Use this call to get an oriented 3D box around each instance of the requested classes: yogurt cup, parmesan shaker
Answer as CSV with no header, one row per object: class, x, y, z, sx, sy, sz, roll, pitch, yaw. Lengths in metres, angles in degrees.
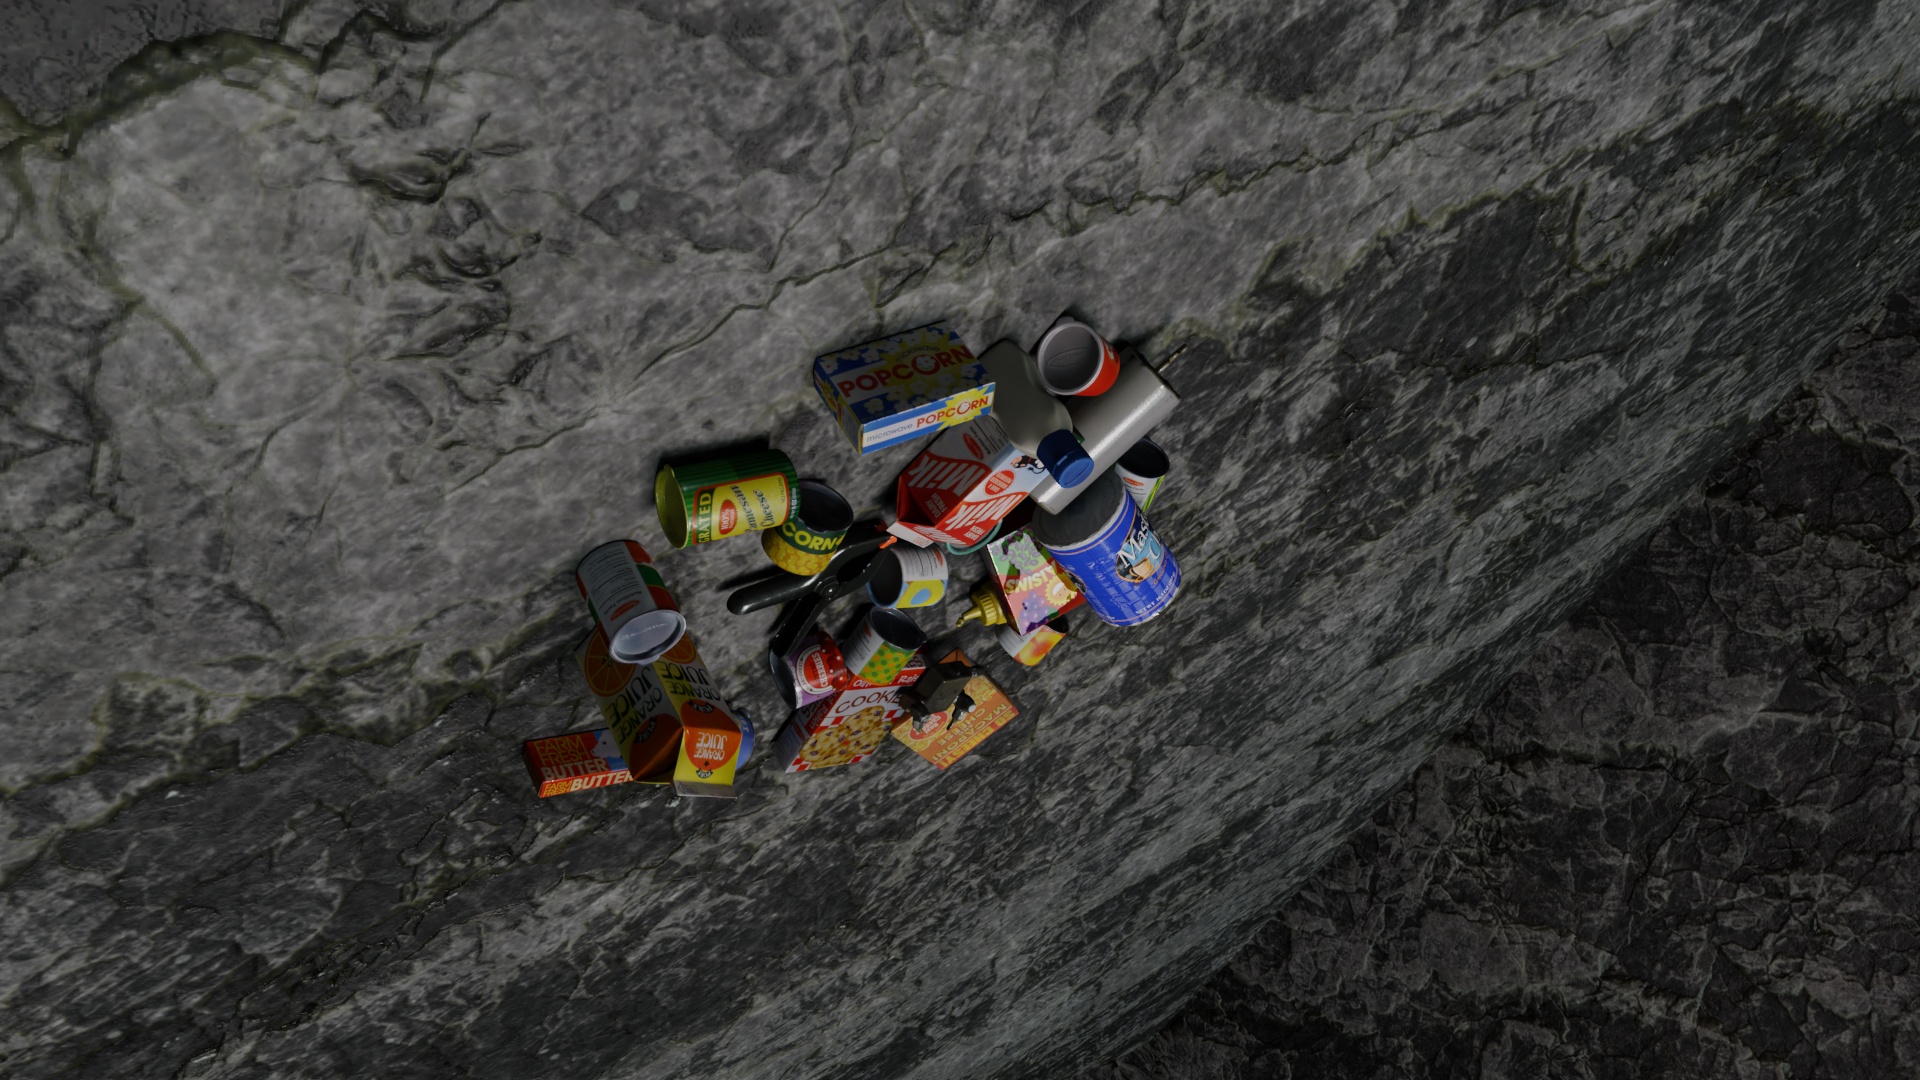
yogurt cup,0.110,-0.163,1.272,0.072,0.072,0.054,-47,154,19
parmesan shaker,-0.192,-0.038,1.148,0.103,0.071,0.071,-14,143,-31

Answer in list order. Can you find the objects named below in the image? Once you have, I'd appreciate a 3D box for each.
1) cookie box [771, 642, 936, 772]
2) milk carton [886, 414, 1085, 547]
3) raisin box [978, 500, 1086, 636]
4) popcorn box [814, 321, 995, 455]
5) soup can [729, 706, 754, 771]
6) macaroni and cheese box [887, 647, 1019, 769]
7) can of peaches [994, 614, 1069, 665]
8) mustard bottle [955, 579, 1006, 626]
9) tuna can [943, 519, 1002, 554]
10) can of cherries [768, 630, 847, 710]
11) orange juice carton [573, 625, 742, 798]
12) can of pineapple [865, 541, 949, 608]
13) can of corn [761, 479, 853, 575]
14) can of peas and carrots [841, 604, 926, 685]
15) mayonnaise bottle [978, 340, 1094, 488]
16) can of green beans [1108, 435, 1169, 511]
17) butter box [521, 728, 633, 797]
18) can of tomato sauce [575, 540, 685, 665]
cookie box,-0.117,0.183,1.539,0.123,0.040,0.166,1,134,-47
milk carton,0.015,-0.064,1.303,0.190,0.074,0.072,-43,148,13
raisin box,0.074,0.029,1.468,0.086,0.040,0.123,-29,120,-13
popcorn box,-0.046,-0.127,1.148,0.127,0.085,0.038,-20,145,-23
soup can,-0.257,0.193,1.398,0.071,0.071,0.083,-42,148,11
macaroni and cheese box,-0.013,0.204,1.668,0.124,0.040,0.166,-37,148,3
can of peaches,0.083,0.102,1.595,0.071,0.071,0.058,13,125,-51
mustard bottle,0.063,0.056,1.533,0.161,0.049,0.065,-23,142,-18
tuna can,0.005,-0.017,1.394,0.071,0.033,0.070,-25,147,-18
can of cherries,-0.153,0.131,1.407,0.058,0.072,0.071,-20,145,-24
orange juice carton,-0.258,0.148,1.212,0.073,0.193,0.072,-47,146,16
can of pineapple,-0.055,0.035,1.376,0.058,0.071,0.070,-2,135,-41
can of corn,-0.137,-0.010,1.234,0.071,0.071,0.058,-3,137,-41
can of peas and carrots,-0.080,0.109,1.450,0.071,0.071,0.058,4,132,-46
mayonnaise bottle,0.063,-0.108,1.217,0.064,0.148,0.041,-43,148,12
can of green beans,0.179,-0.069,1.459,0.071,0.071,0.057,-13,143,-32
butter box,-0.363,0.211,1.332,0.104,0.053,0.024,-5,135,-40
can of tomato sauce,-0.278,0.053,1.170,0.071,0.083,0.070,-24,147,-17
